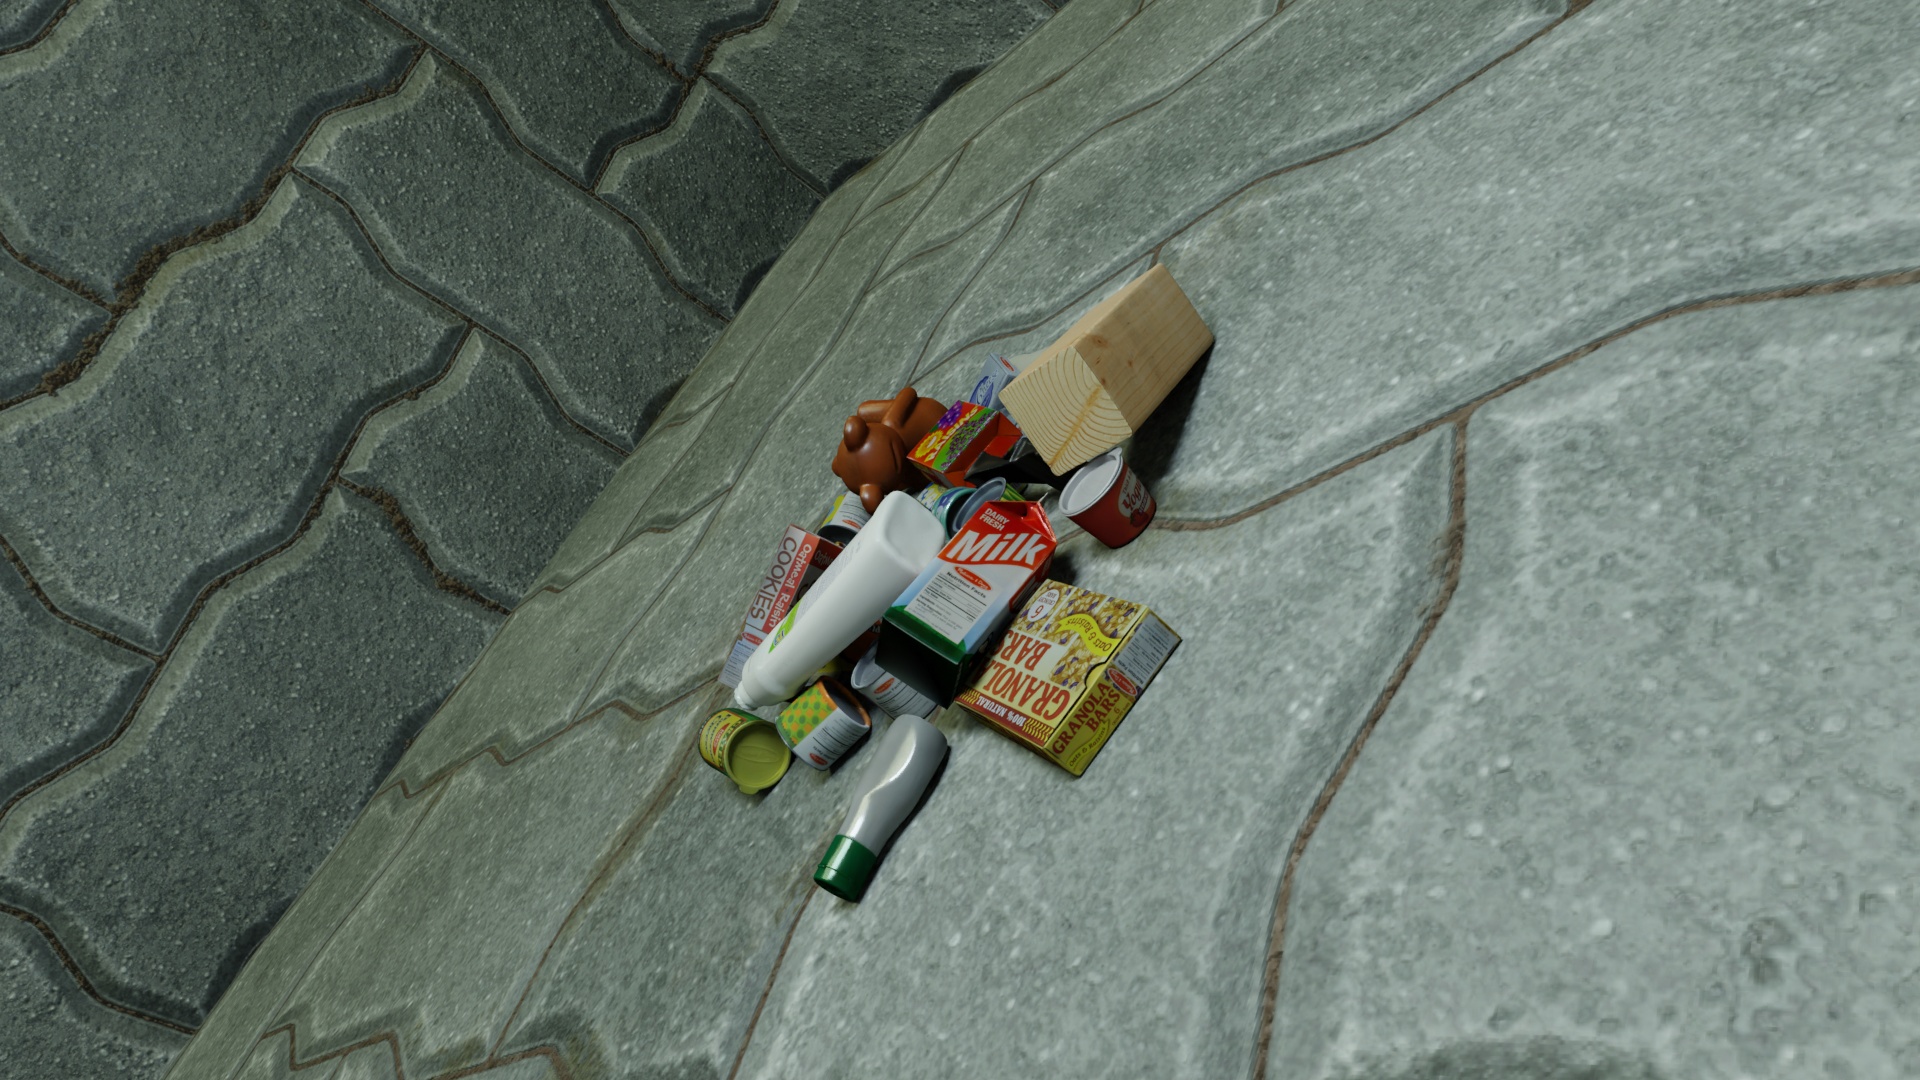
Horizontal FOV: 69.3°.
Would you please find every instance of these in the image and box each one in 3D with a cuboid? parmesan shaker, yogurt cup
[{"bbox_3d":[-0.214,0.205,1.359,0.071,0.071,0.103,-53,21,-16],"label":"parmesan shaker"},{"bbox_3d":[0.122,-0.031,1.138,0.072,0.054,0.073,-40,21,19],"label":"yogurt cup"}]

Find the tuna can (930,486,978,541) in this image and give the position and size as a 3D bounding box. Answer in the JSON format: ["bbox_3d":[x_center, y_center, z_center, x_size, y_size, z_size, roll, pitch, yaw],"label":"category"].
[{"bbox_3d":[0.005,-0.017,1.324,0.071,0.071,0.033,-52,21,-13],"label":"tuna can"}]

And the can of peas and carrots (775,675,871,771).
[{"bbox_3d":[-0.124,0.162,1.252,0.058,0.071,0.071,-44,21,8],"label":"can of peas and carrots"}]

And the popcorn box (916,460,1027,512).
[{"bbox_3d":[0.010,-0.049,1.415,0.085,0.038,0.127,-48,20,-2],"label":"popcorn box"}]

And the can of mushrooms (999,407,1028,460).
[{"bbox_3d":[0.054,-0.113,1.452,0.071,0.033,0.071,-40,22,20],"label":"can of mushrooms"}]

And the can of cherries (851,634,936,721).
[{"bbox_3d":[-0.051,0.117,1.205,0.071,0.058,0.072,-41,21,20],"label":"can of cherries"}]

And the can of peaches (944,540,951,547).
[{"bbox_3d":[-0.015,0.043,1.258,0.071,0.071,0.058,-38,22,25],"label":"can of peaches"}]

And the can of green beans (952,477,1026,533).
[{"bbox_3d":[0.036,-0.015,1.272,0.071,0.057,0.071,-40,22,19],"label":"can of green beans"}]

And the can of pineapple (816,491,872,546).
[{"bbox_3d":[-0.122,-0.012,1.572,0.070,0.071,0.058,-27,28,43],"label":"can of pineapple"}]

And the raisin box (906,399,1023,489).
[{"bbox_3d":[0.003,-0.095,1.402,0.086,0.040,0.123,-49,22,-5],"label":"raisin box"}]

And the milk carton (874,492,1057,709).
[{"bbox_3d":[0.016,0.038,1.133,0.191,0.073,0.072,-48,-18,-34],"label":"milk carton"}]

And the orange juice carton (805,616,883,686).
[{"bbox_3d":[-0.089,0.063,1.358,0.071,0.073,0.193,-13,40,57],"label":"orange juice carton"}]

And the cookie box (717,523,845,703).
[{"bbox_3d":[-0.167,0.075,1.383,0.167,0.040,0.123,-65,-19,-4],"label":"cookie box"}]

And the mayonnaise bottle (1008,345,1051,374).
[{"bbox_3d":[0.089,-0.177,1.491,0.148,0.041,0.065,-8,52,58],"label":"mayonnaise bottle"}]

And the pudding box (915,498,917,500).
[{"bbox_3d":[-0.063,-0.007,1.496,0.083,0.030,0.050,-35,25,31],"label":"pudding box"}]

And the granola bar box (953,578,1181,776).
[{"bbox_3d":[0.073,0.095,1.025,0.124,0.039,0.165,-52,20,-10],"label":"granola bar box"}]

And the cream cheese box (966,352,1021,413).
[{"bbox_3d":[0.029,-0.145,1.505,0.103,0.024,0.053,-64,31,22],"label":"cream cheese box"}]

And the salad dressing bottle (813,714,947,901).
[{"bbox_3d":[-0.063,0.208,1.086,0.064,0.044,0.148,-12,41,55],"label":"salad dressing bottle"}]

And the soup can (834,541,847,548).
[{"bbox_3d":[-0.136,0.053,1.479,0.083,0.071,0.071,-45,20,5],"label":"soup can"}]
